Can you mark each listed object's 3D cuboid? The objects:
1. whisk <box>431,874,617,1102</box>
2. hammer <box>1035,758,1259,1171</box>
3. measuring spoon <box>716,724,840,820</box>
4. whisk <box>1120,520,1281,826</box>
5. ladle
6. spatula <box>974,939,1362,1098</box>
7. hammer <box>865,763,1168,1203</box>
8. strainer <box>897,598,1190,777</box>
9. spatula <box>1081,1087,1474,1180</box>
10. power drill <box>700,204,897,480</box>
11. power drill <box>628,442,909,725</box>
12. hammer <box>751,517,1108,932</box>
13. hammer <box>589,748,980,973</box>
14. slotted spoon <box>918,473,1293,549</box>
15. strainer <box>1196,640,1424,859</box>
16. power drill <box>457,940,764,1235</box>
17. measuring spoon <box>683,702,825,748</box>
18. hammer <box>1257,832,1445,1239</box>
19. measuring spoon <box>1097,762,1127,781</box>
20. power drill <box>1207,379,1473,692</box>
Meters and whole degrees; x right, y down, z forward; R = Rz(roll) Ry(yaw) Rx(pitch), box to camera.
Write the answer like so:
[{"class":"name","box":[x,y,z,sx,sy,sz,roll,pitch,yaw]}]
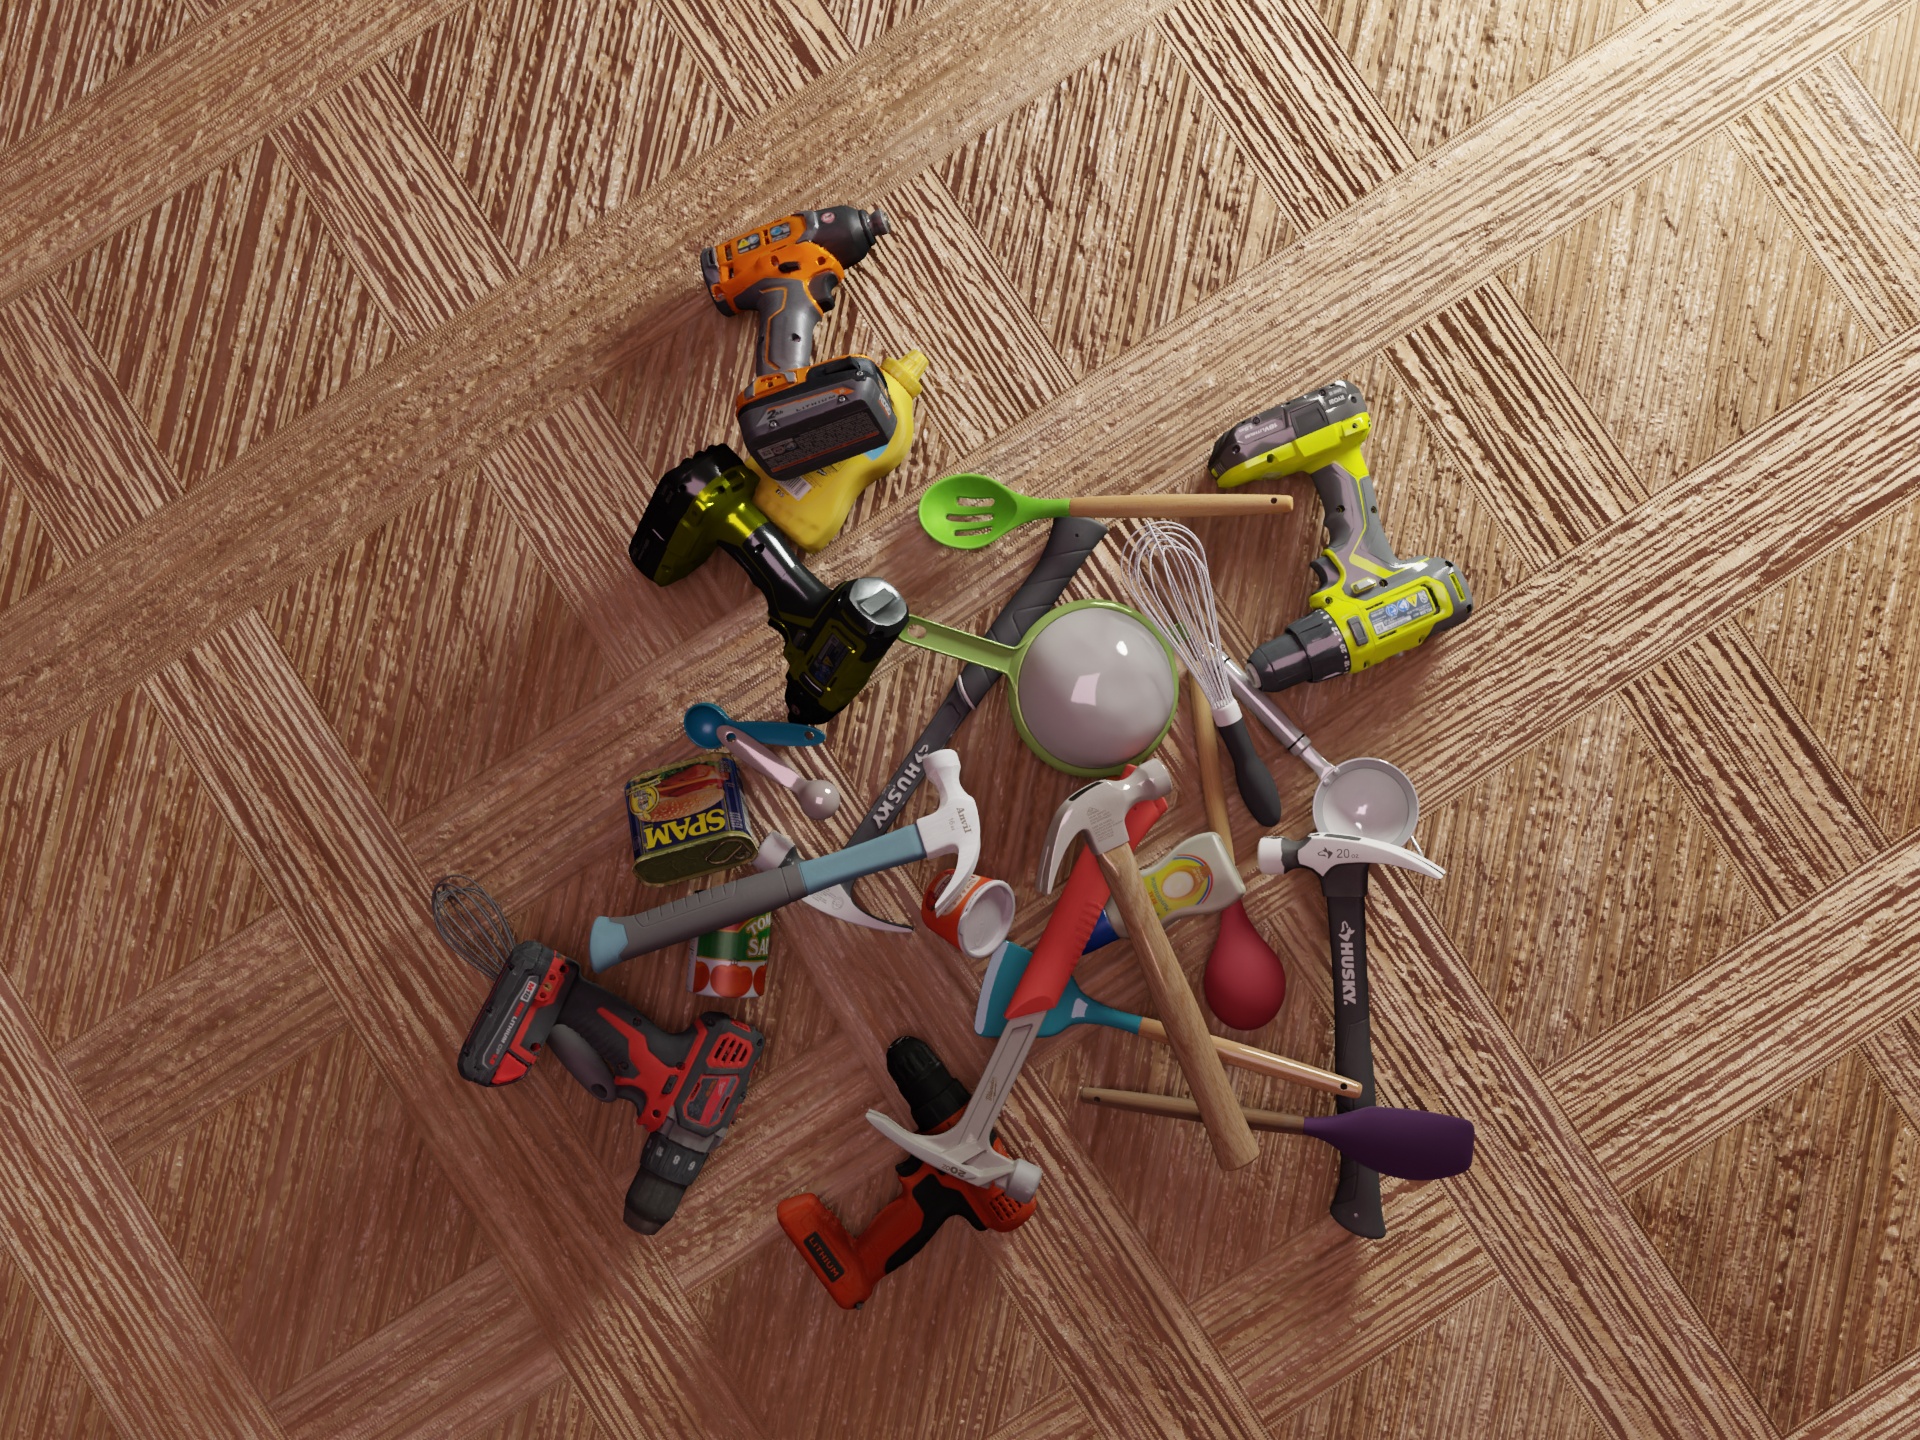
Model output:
[{"class":"whisk","box":[-0.367,0.229,1.349,0.055,0.055,0.239,-39,91,0]},{"class":"hammer","box":[0.161,0.206,1.267,0.130,0.031,0.331,-24,95,-13]},{"class":"measuring spoon","box":[-0.155,0.041,1.329,0.124,0.018,0.034,34,86,8]},{"class":"whisk","box":[0.207,-0.035,1.310,0.070,0.070,0.284,-25,106,0]},{"class":"ladle","box":[0.222,0.105,1.344,0.069,0.031,0.315,-8,85,-1]},{"class":"spatula","box":[0.172,0.262,1.313,0.317,0.044,0.082,14,84,14]},{"class":"hammer","box":[0.064,0.199,1.291,0.149,0.036,0.359,25,86,4]},{"class":"strainer","box":[0.070,-0.042,1.303,0.256,0.069,0.151,17,88,-13]},{"class":"spatula","box":[0.255,0.330,1.302,0.316,0.018,0.059,5,99,14]},{"class":"power drill","box":[-0.120,-0.326,1.315,0.164,0.084,0.227,-18,64,10]},{"class":"power drill","box":[-0.162,-0.104,1.314,0.223,0.171,0.080,44,45,5]},{"class":"hammer","box":[-0.002,-0.004,1.352,0.149,0.036,0.409,35,88,2]},{"class":"hammer","box":[-0.141,0.132,1.285,0.331,0.033,0.128,-18,69,-5]},{"class":"slotted spoon","box":[0.117,-0.175,1.321,0.314,0.031,0.070,1,74,19]},{"class":"strainer","box":[0.292,0.026,1.338,0.087,0.050,0.258,-44,81,5]},{"class":"power drill","box":[-0.294,0.299,1.303,0.226,0.080,0.188,28,81,-13]},{"class":"measuring spoon","box":[-0.173,0.006,1.352,0.128,0.021,0.042,5,114,14]},{"class":"hammer","box":[0.328,0.259,1.305,0.146,0.035,0.335,-2,94,24]},{"class":"measuring spoon","box":[0.113,0.027,1.360,0.117,0.011,0.021,42,78,0]},{"class":"power drill","box":[0.296,-0.148,1.326,0.190,0.080,0.228,-23,89,-3]}]
